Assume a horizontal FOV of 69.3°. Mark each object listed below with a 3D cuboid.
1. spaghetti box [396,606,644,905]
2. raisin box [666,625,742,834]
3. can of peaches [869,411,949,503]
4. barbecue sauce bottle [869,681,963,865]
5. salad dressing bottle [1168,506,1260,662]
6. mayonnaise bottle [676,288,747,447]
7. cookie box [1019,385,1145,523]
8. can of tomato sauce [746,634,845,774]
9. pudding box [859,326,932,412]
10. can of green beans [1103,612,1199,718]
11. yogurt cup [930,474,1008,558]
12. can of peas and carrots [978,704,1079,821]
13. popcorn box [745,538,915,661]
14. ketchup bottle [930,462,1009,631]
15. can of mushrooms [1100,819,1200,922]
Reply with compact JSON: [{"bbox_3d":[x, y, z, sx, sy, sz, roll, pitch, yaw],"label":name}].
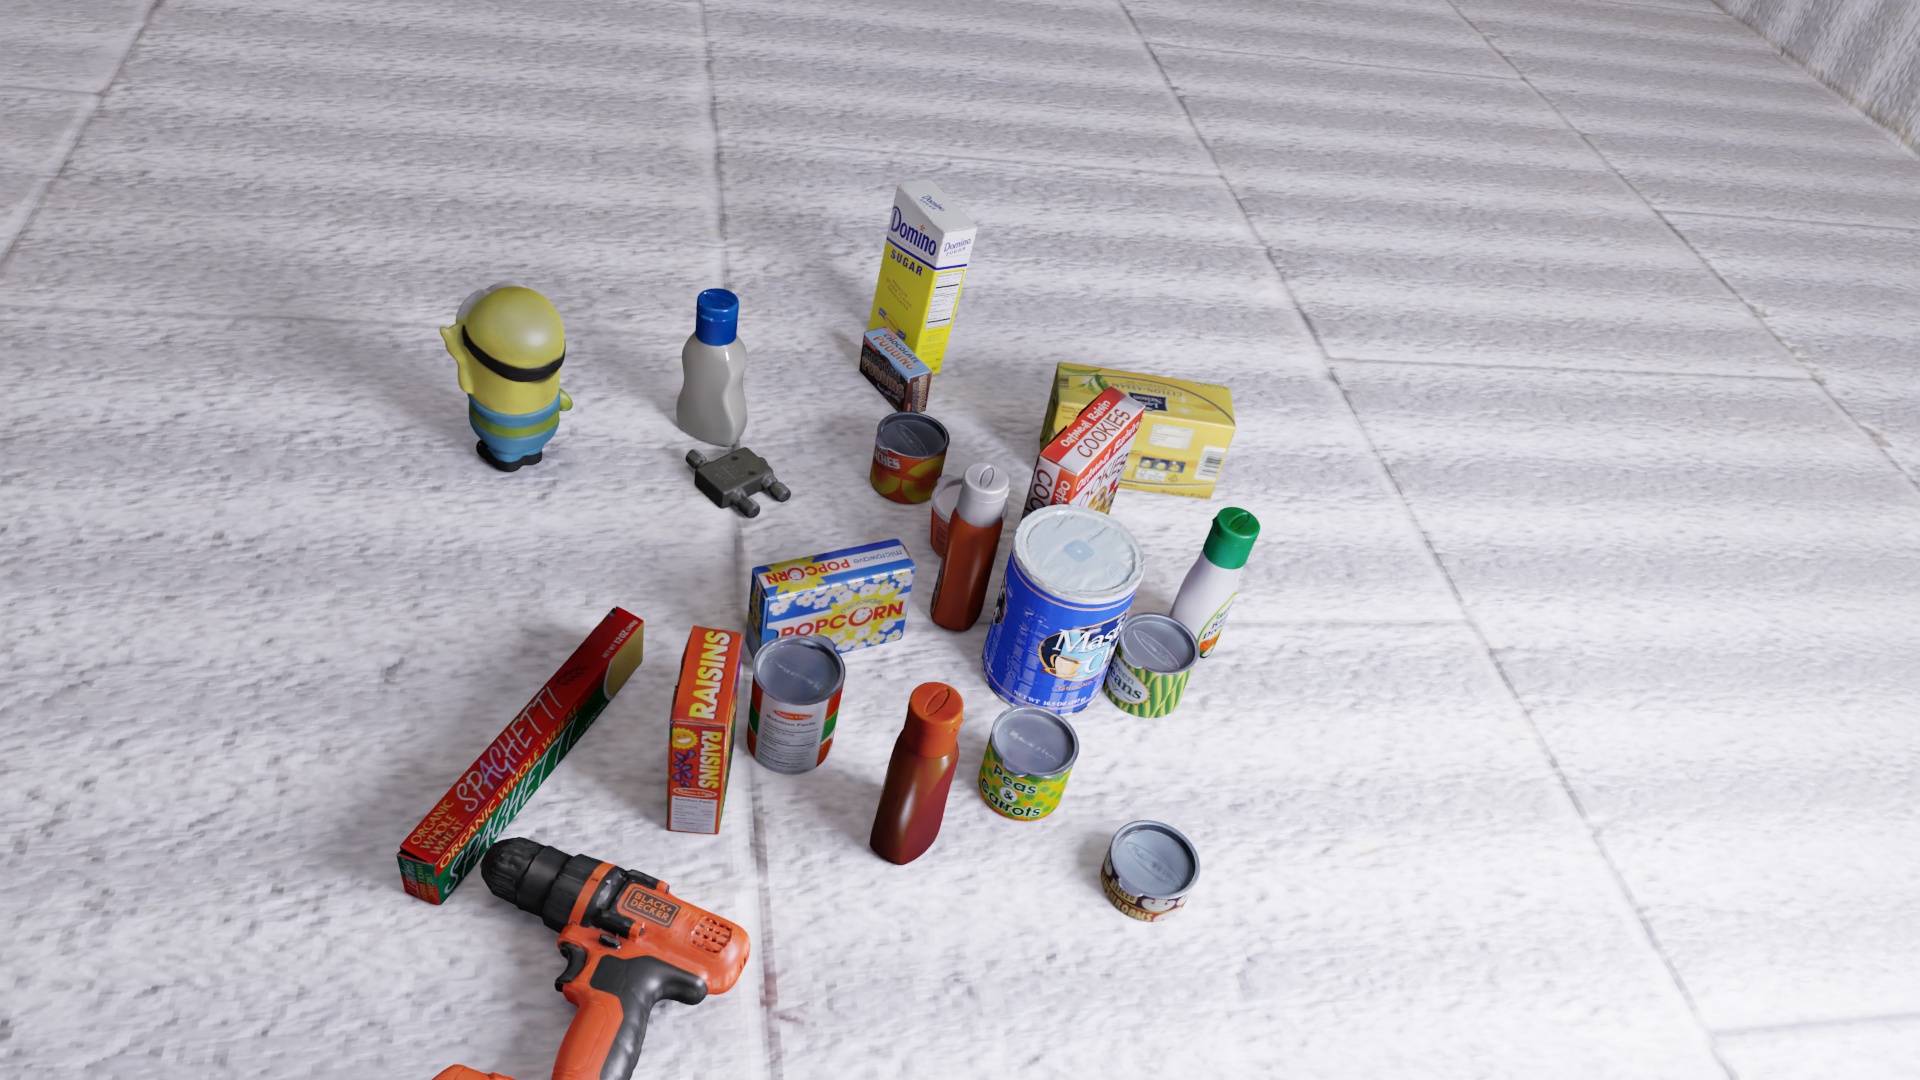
[{"bbox_3d":[-0.300,0.144,0.974,0.029,0.049,0.251,22,43,10],"label":"spaghetti box"},{"bbox_3d":[-0.178,0.132,0.963,0.040,0.122,0.086,8,43,-5],"label":"raisin box"},{"bbox_3d":[-0.049,-0.075,1.265,0.071,0.057,0.071,7,43,-7],"label":"can of peaches"},{"bbox_3d":[-0.027,0.158,0.955,0.044,0.147,0.065,28,44,15],"label":"barbecue sauce bottle"},{"bbox_3d":[0.207,0.037,1.144,0.044,0.146,0.064,35,47,22],"label":"salad dressing bottle"},{"bbox_3d":[-0.220,-0.155,1.242,0.065,0.147,0.041,23,43,10],"label":"mayonnaise bottle"},{"bbox_3d":[0.093,-0.032,1.175,0.040,0.166,0.123,29,45,17],"label":"cookie box"},{"bbox_3d":[-0.121,0.120,1.021,0.071,0.082,0.071,7,43,-7],"label":"can of tomato sauce"},{"bbox_3d":[-0.064,-0.167,1.367,0.030,0.049,0.084,-20,52,-31],"label":"pudding box"},{"bbox_3d":[0.154,0.102,1.128,0.071,0.057,0.071,7,43,-7],"label":"can of green beans"},{"bbox_3d":[0.004,-0.015,1.218,0.072,0.053,0.073,7,43,-7],"label":"yogurt cup"},{"bbox_3d":[0.049,0.167,1.031,0.071,0.058,0.071,7,43,-7],"label":"can of peas and carrots"},{"bbox_3d":[-0.103,0.051,1.097,0.127,0.084,0.038,-12,48,-25],"label":"popcorn box"},{"bbox_3d":[0.009,0.004,1.129,0.043,0.148,0.065,17,42,4],"label":"ketchup bottle"},{"bbox_3d":[0.134,0.238,0.995,0.071,0.033,0.071,7,43,-7],"label":"can of mushrooms"}]
